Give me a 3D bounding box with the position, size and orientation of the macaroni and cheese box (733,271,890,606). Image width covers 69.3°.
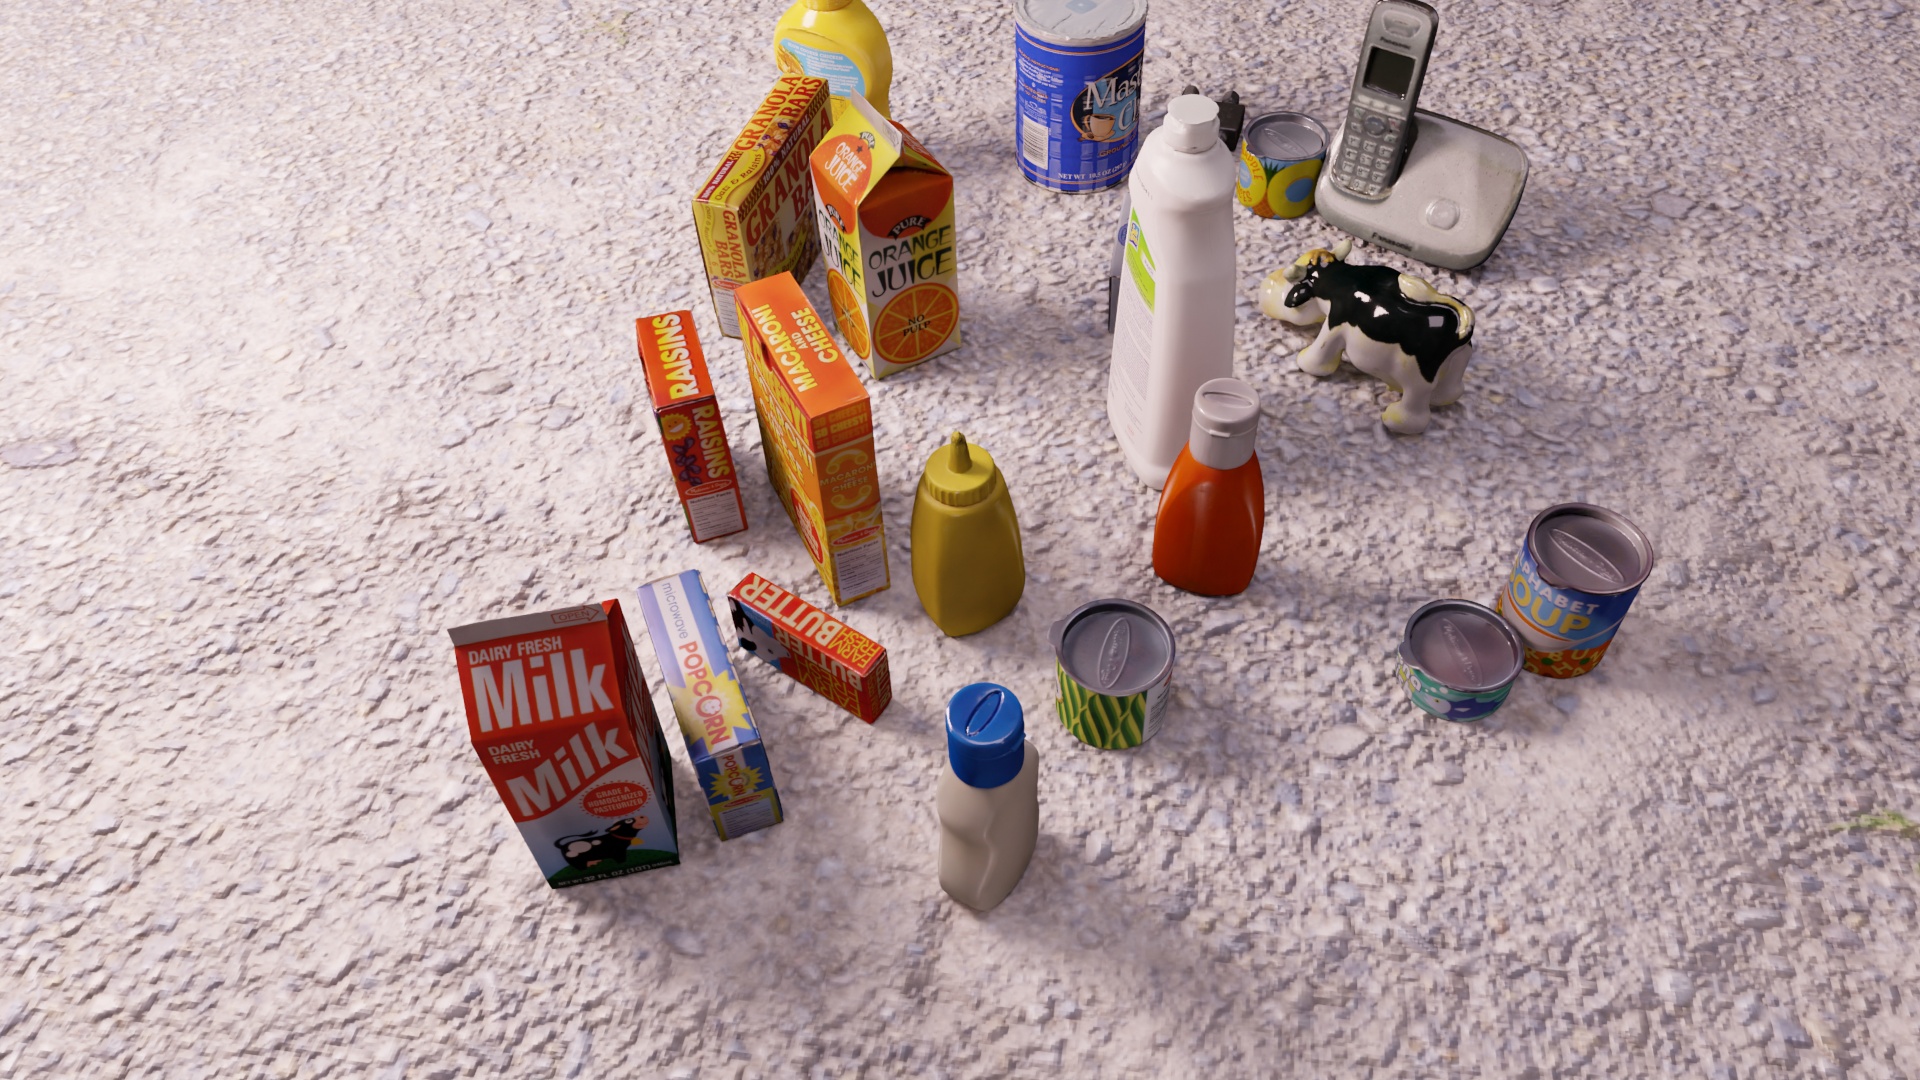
[{"bbox_3d":[-0.089,-0.058,0.838,0.040,0.165,0.124,-21,52,-15],"label":"macaroni and cheese box"}]

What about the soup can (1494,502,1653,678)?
[{"bbox_3d":[0.347,0.031,0.797,0.071,0.083,0.072,-1,50,2],"label":"soup can"}]

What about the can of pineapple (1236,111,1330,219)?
[{"bbox_3d":[0.252,-0.296,1.096,0.071,0.057,0.071,-1,50,2],"label":"can of pineapple"}]

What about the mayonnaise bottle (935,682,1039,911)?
[{"bbox_3d":[0.013,0.125,0.689,0.041,0.147,0.065,24,55,21],"label":"mayonnaise bottle"}]

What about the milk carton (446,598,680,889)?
[{"bbox_3d":[-0.194,0.094,0.696,0.072,0.189,0.074,-10,50,-6],"label":"milk carton"}]

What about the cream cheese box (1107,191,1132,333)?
[{"bbox_3d":[0.126,-0.205,1.028,0.024,0.053,0.104,7,50,8],"label":"cream cheese box"}]

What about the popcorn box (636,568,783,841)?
[{"bbox_3d":[-0.139,0.089,0.767,0.038,0.084,0.127,-18,51,-13],"label":"popcorn box"}]

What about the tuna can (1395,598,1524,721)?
[{"bbox_3d":[0.284,0.069,0.800,0.071,0.032,0.071,-1,50,1],"label":"tuna can"}]

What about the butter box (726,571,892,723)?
[{"bbox_3d":[-0.087,0.062,0.809,0.103,0.052,0.024,27,56,23],"label":"butter box"}]

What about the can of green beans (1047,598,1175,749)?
[{"bbox_3d":[0.086,0.076,0.787,0.071,0.057,0.071,-1,50,2],"label":"can of green beans"}]

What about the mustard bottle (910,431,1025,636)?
[{"bbox_3d":[0.003,-0.010,0.797,0.065,0.159,0.049,-22,52,-16],"label":"mustard bottle"}]

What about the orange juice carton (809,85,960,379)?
[{"bbox_3d":[-0.050,-0.211,0.949,0.073,0.191,0.072,-24,53,-17],"label":"orange juice carton"}]

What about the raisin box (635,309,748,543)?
[{"bbox_3d":[-0.171,-0.072,0.881,0.040,0.122,0.086,-14,51,-9],"label":"raisin box"}]

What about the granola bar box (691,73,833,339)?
[{"bbox_3d":[-0.139,-0.247,1.028,0.039,0.123,0.166,12,51,13],"label":"granola bar box"}]

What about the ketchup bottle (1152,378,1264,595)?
[{"bbox_3d":[0.149,-0.029,0.814,0.065,0.148,0.044,12,51,12],"label":"ketchup bottle"}]
